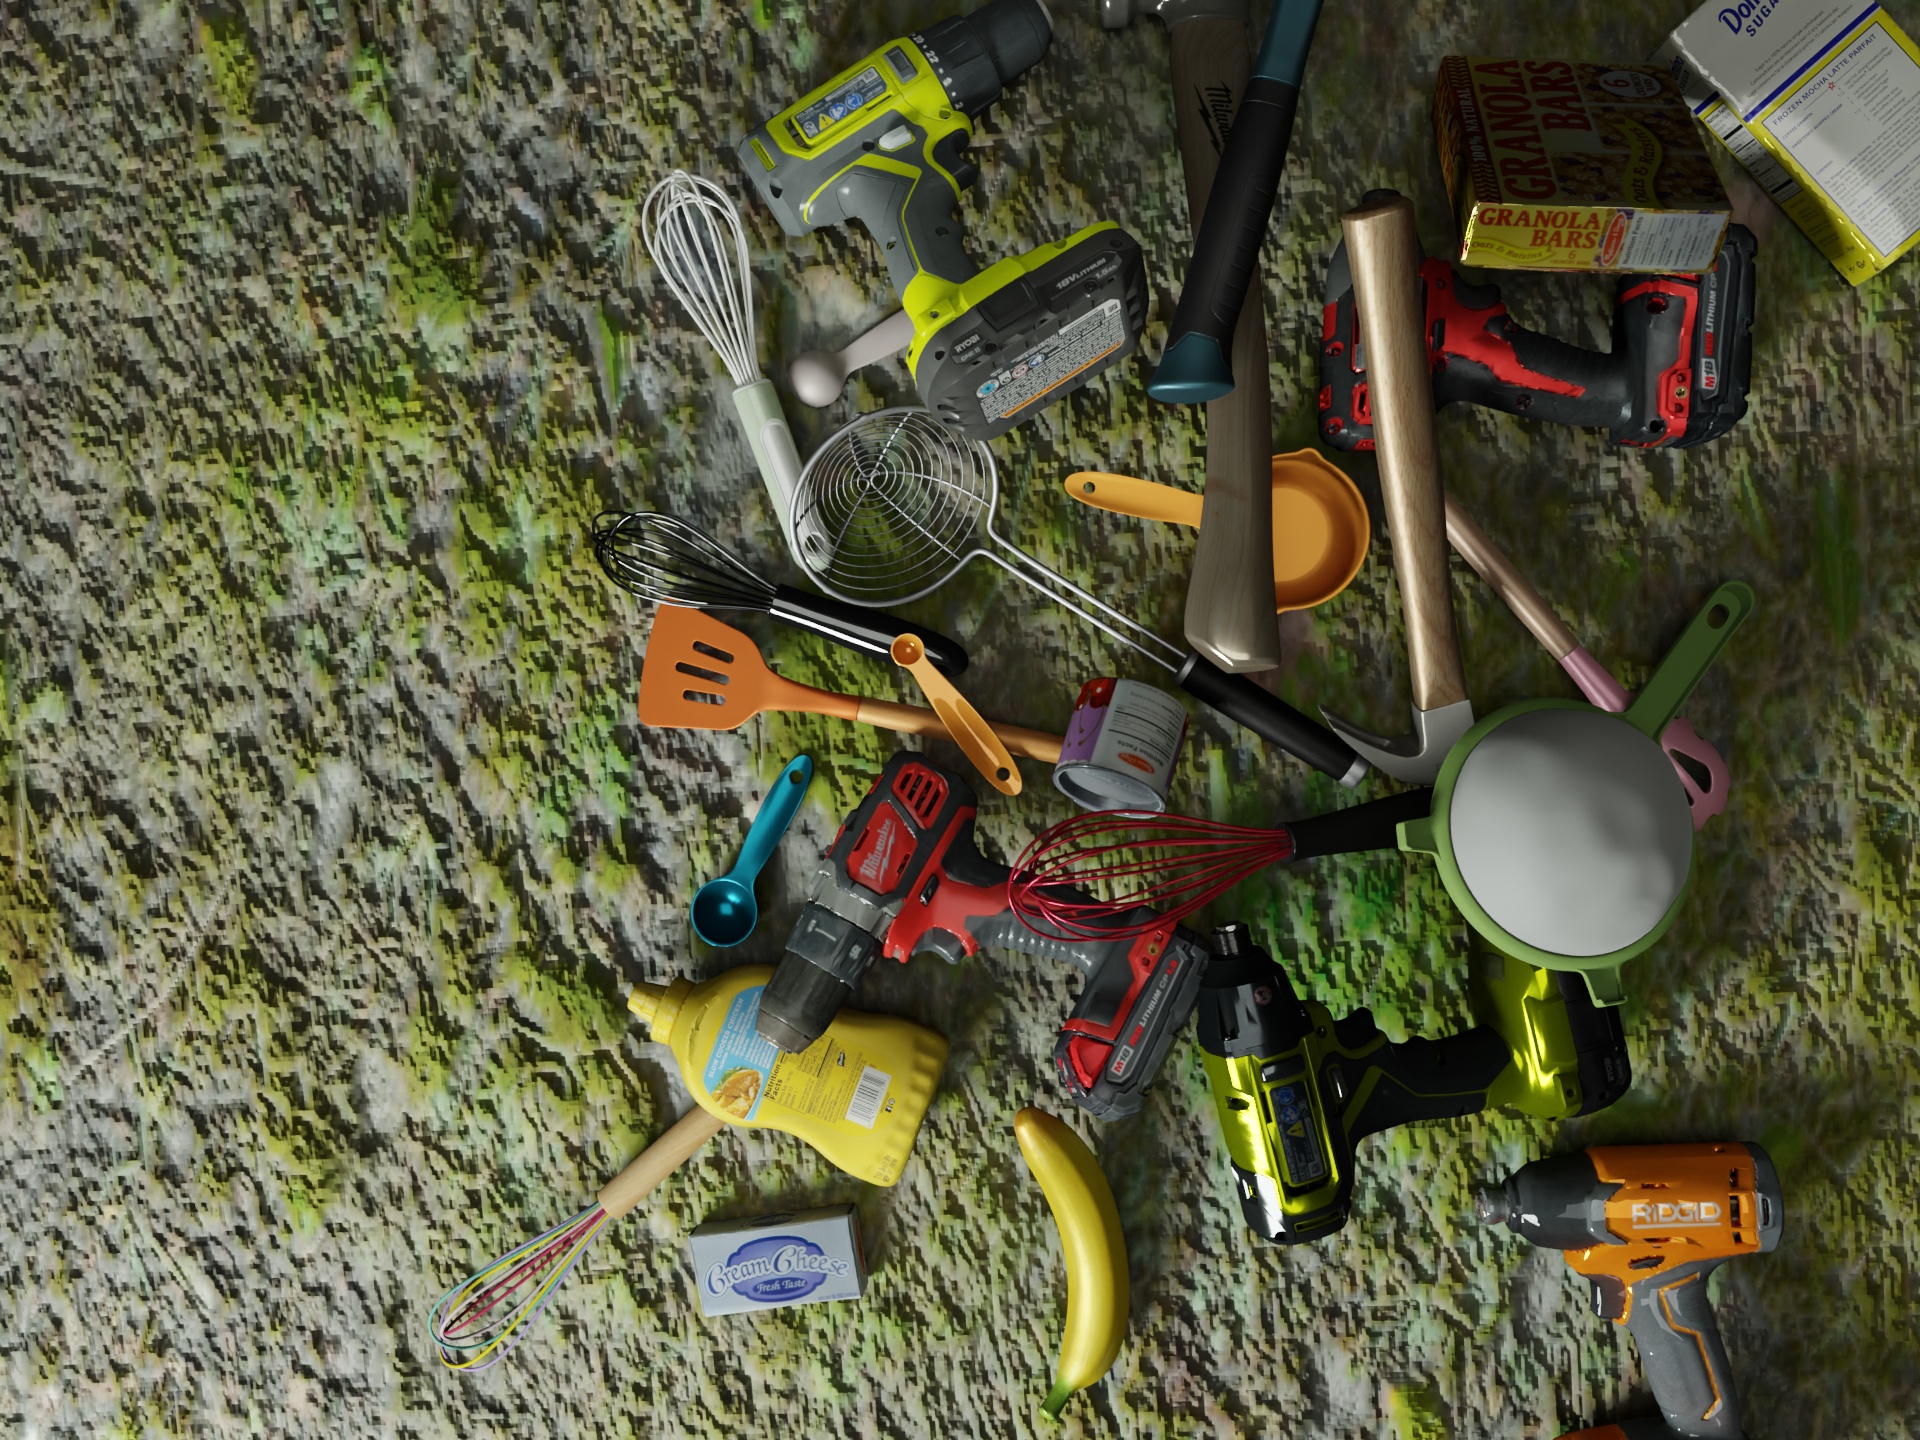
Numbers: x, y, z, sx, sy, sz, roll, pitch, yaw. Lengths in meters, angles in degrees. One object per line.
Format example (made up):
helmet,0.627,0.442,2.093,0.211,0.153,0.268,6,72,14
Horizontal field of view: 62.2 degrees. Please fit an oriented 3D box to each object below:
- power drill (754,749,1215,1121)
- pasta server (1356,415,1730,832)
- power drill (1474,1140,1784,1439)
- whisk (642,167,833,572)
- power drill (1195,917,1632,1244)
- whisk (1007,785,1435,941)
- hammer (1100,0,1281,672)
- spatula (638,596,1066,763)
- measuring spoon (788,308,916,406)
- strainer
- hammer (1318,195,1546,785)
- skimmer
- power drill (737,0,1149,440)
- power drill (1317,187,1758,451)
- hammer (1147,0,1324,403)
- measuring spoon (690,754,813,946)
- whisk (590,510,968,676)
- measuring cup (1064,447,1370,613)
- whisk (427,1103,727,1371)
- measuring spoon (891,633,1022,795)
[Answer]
power drill,0.010,0.145,0.915,0.227,0.080,0.188,30,77,4
pasta server,0.331,-0.060,0.919,0.060,0.040,0.316,-41,86,7
power drill,0.387,0.359,0.919,0.164,0.084,0.226,-3,90,6
whisk,-0.125,-0.204,0.937,0.058,0.059,0.246,-23,97,-21
power drill,0.244,0.172,0.882,0.223,0.080,0.171,-15,93,-13
whisk,0.163,0.071,0.885,0.295,0.073,0.073,-8,94,-19
hammer,0.159,-0.232,0.879,0.146,0.038,0.411,-3,84,4
spatula,-0.036,-0.004,0.956,0.322,0.041,0.081,12,95,0
measuring spoon,-0.047,-0.226,0.941,0.124,0.018,0.034,-29,91,6
strainer,0.365,0.016,0.852,0.151,0.069,0.256,39,78,3
hammer,0.242,-0.111,0.855,0.130,0.031,0.331,-16,116,1
skimmer,0.075,-0.054,0.906,0.363,0.090,0.127,32,109,1
power drill,0.006,-0.287,0.877,0.190,0.080,0.229,-32,69,1
power drill,0.310,-0.219,0.877,0.219,0.078,0.143,2,92,4
hammer,0.166,-0.326,0.854,0.128,0.033,0.331,16,85,4
measuring spoon,-0.122,0.079,0.975,0.042,0.021,0.128,28,87,9
whisk,-0.108,-0.073,0.945,0.239,0.055,0.055,19,96,-1
measuring cup,0.146,-0.117,0.917,0.173,0.052,0.095,13,95,6
whisk,-0.236,0.312,0.989,0.245,0.047,0.051,-42,102,2
measuring spoon,-0.001,-0.003,0.933,0.021,0.011,0.117,-38,97,0
